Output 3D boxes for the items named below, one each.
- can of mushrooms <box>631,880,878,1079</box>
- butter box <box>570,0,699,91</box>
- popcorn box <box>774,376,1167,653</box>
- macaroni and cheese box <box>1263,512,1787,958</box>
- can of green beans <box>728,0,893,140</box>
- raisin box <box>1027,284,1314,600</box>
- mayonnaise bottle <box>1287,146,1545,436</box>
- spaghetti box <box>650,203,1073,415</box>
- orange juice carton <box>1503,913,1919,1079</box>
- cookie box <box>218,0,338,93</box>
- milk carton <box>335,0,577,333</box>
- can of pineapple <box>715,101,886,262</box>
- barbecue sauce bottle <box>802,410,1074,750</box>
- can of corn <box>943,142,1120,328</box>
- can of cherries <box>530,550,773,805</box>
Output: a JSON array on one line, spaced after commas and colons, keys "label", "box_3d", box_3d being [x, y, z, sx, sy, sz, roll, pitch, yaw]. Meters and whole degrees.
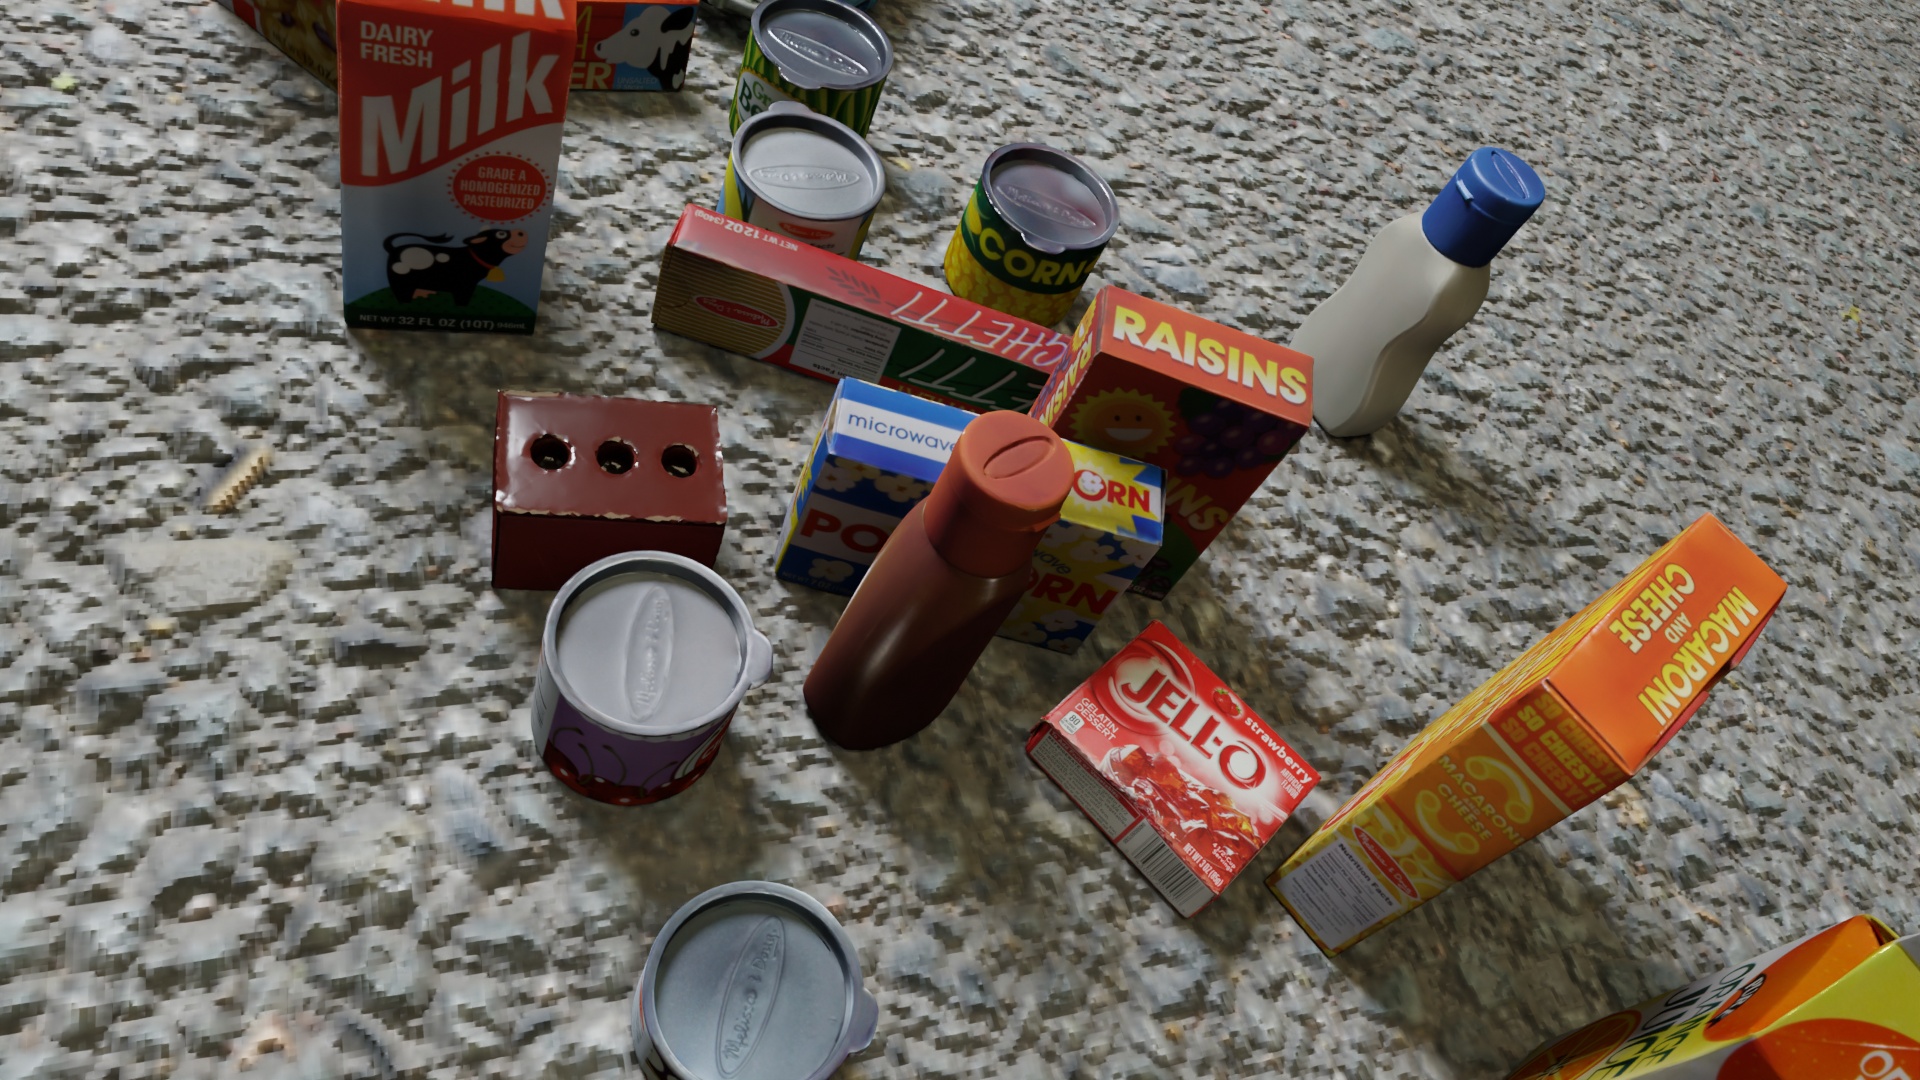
[{"label": "can of mushrooms", "box_3d": [-0.063, 0.142, 0.421, 0.071, 0.033, 0.071, 11, 54, -15]}, {"label": "butter box", "box_3d": [-0.173, -0.230, 0.624, 0.104, 0.052, 0.024, -9, 61, -27]}, {"label": "popcorn box", "box_3d": [0.002, -0.007, 0.519, 0.127, 0.084, 0.038, 15, 53, -12]}, {"label": "macaroni and cheese box", "box_3d": [0.195, 0.073, 0.491, 0.124, 0.165, 0.040, -30, 72, -35]}, {"label": "can of green beans", "box_3d": [-0.071, -0.212, 0.650, 0.071, 0.057, 0.071, 11, 54, -15]}, {"label": "raisin box", "box_3d": [0.069, -0.034, 0.542, 0.086, 0.122, 0.040, 19, 52, -10]}, {"label": "mayonnaise bottle", "box_3d": [0.207, -0.113, 0.638, 0.041, 0.147, 0.065, -5, 59, -25]}, {"label": "spaghetti box", "box_3d": [-0.003, -0.076, 0.588, 0.250, 0.050, 0.029, 17, 52, -10]}, {"label": "orange juice carton", "box_3d": [0.241, 0.177, 0.420, 0.073, 0.191, 0.072, -22, 68, -33]}, {"label": "cookie box", "box_3d": [-0.239, -0.254, 0.541, 0.123, 0.166, 0.040, 38, 51, 6]}, {"label": "milk carton", "box_3d": [-0.178, -0.162, 0.486, 0.072, 0.189, 0.074, -1, 58, -23]}, {"label": "can of pineapple", "box_3d": [-0.072, -0.144, 0.603, 0.071, 0.057, 0.071, 11, 54, -15]}, {"label": "barbecue sauce bottle", "box_3d": [-0.006, 0.016, 0.459, 0.065, 0.147, 0.044, -27, 70, -34]}, {"label": "can of corn", "box_3d": [0.031, -0.137, 0.640, 0.071, 0.058, 0.071, 11, 54, -15]}, {"label": "can of cherries", "box_3d": [-0.102, 0.047, 0.455, 0.071, 0.058, 0.072, 11, 54, -15]}]
